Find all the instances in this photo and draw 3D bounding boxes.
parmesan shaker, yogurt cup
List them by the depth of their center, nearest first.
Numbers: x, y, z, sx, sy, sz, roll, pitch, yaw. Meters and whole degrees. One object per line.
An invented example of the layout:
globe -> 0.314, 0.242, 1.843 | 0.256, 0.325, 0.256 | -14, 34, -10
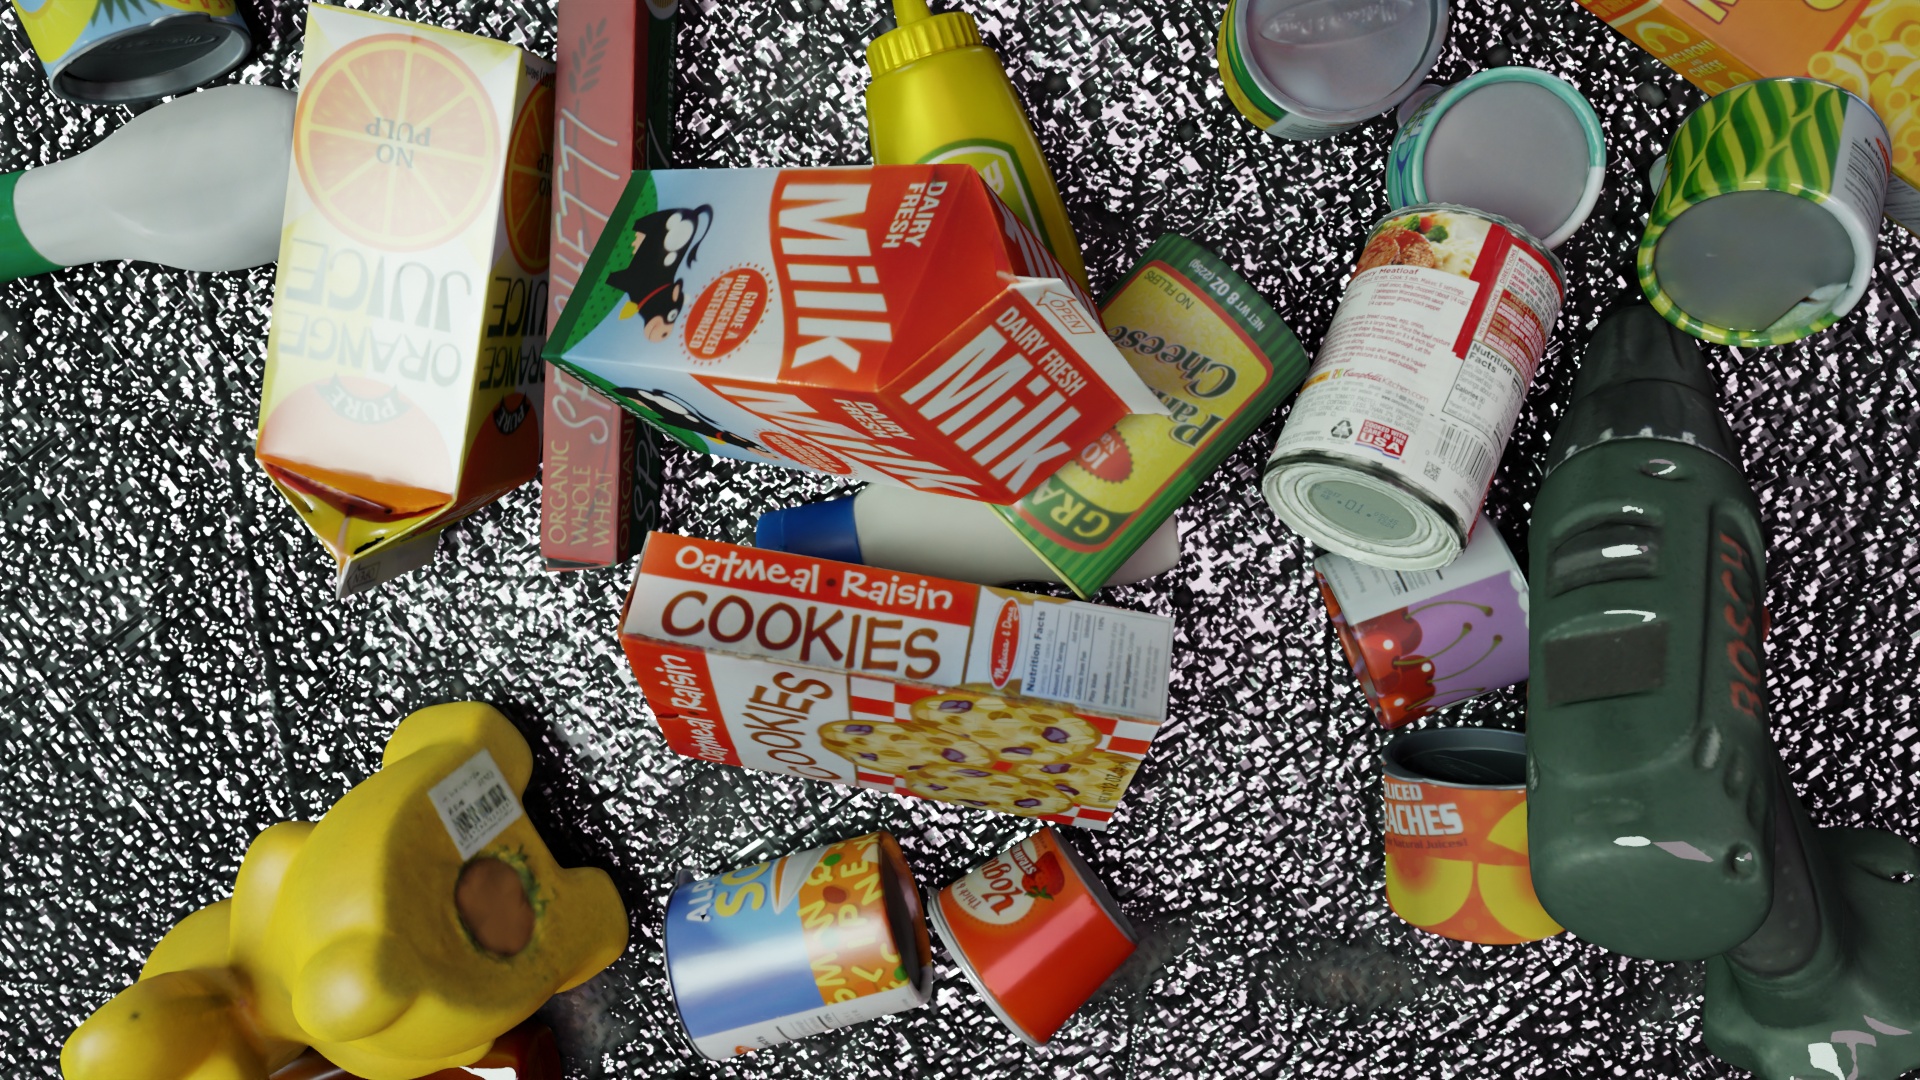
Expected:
parmesan shaker -> 0.051, -0.041, 0.445 | 0.071, 0.071, 0.103 | 44, 92, -4
yogurt cup -> 0.029, 0.144, 0.515 | 0.054, 0.072, 0.072 | -39, 95, 0

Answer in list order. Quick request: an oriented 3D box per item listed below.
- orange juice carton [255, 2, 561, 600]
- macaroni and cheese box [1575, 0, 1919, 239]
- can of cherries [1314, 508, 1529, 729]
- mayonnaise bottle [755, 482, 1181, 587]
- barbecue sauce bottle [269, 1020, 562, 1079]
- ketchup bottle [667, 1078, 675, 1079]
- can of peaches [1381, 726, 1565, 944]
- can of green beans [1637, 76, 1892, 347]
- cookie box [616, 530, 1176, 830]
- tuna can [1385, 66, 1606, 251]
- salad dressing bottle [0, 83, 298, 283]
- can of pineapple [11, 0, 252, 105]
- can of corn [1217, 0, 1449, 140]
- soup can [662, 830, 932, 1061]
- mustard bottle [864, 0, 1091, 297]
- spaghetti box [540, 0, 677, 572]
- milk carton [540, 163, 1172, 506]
orange juice carton -> -0.188, -0.078, 0.488 | 0.073, 0.072, 0.192 | 12, 99, 2
macaroni and cheese box -> 0.302, -0.196, 0.456 | 0.166, 0.040, 0.123 | 33, 99, -2
can of cherries -> 0.164, 0.028, 0.487 | 0.058, 0.071, 0.071 | -23, 97, 7
mayonnaise bottle -> 0.002, -0.006, 0.504 | 0.148, 0.041, 0.064 | -10, 94, 6
barbecue sauce bottle -> -0.237, 0.225, 0.553 | 0.148, 0.044, 0.064 | -2, 99, 4
ketchup bottle -> -0.061, 0.266, 0.549 | 0.149, 0.043, 0.065 | 31, 88, -1
can of peaches -> 0.183, 0.104, 0.497 | 0.071, 0.071, 0.058 | -3, 100, 4
can of green beans -> 0.259, -0.105, 0.449 | 0.071, 0.071, 0.058 | 34, 58, -2
cookie box -> -0.022, 0.053, 0.474 | 0.167, 0.122, 0.040 | 10, 64, 2
tuna can -> 0.182, -0.129, 0.478 | 0.071, 0.033, 0.071 | 0, 99, 3
salad dressing bottle -> -0.295, -0.123, 0.500 | 0.147, 0.044, 0.064 | -9, 76, 8
can of pineapple -> -0.289, -0.191, 0.478 | 0.071, 0.071, 0.058 | -22, 97, 7
can of corn -> 0.121, -0.172, 0.462 | 0.071, 0.058, 0.071 | 1, 99, 4
soup can -> -0.060, 0.148, 0.520 | 0.084, 0.071, 0.071 | -17, 98, 5
mustard bottle -> -0.001, -0.127, 0.481 | 0.065, 0.049, 0.160 | -17, 98, 4
spaghetti box -> -0.123, -0.114, 0.490 | 0.029, 0.050, 0.249 | 5, 99, 4
milk carton -> -0.032, -0.063, 0.419 | 0.190, 0.072, 0.073 | 12, 73, 38
